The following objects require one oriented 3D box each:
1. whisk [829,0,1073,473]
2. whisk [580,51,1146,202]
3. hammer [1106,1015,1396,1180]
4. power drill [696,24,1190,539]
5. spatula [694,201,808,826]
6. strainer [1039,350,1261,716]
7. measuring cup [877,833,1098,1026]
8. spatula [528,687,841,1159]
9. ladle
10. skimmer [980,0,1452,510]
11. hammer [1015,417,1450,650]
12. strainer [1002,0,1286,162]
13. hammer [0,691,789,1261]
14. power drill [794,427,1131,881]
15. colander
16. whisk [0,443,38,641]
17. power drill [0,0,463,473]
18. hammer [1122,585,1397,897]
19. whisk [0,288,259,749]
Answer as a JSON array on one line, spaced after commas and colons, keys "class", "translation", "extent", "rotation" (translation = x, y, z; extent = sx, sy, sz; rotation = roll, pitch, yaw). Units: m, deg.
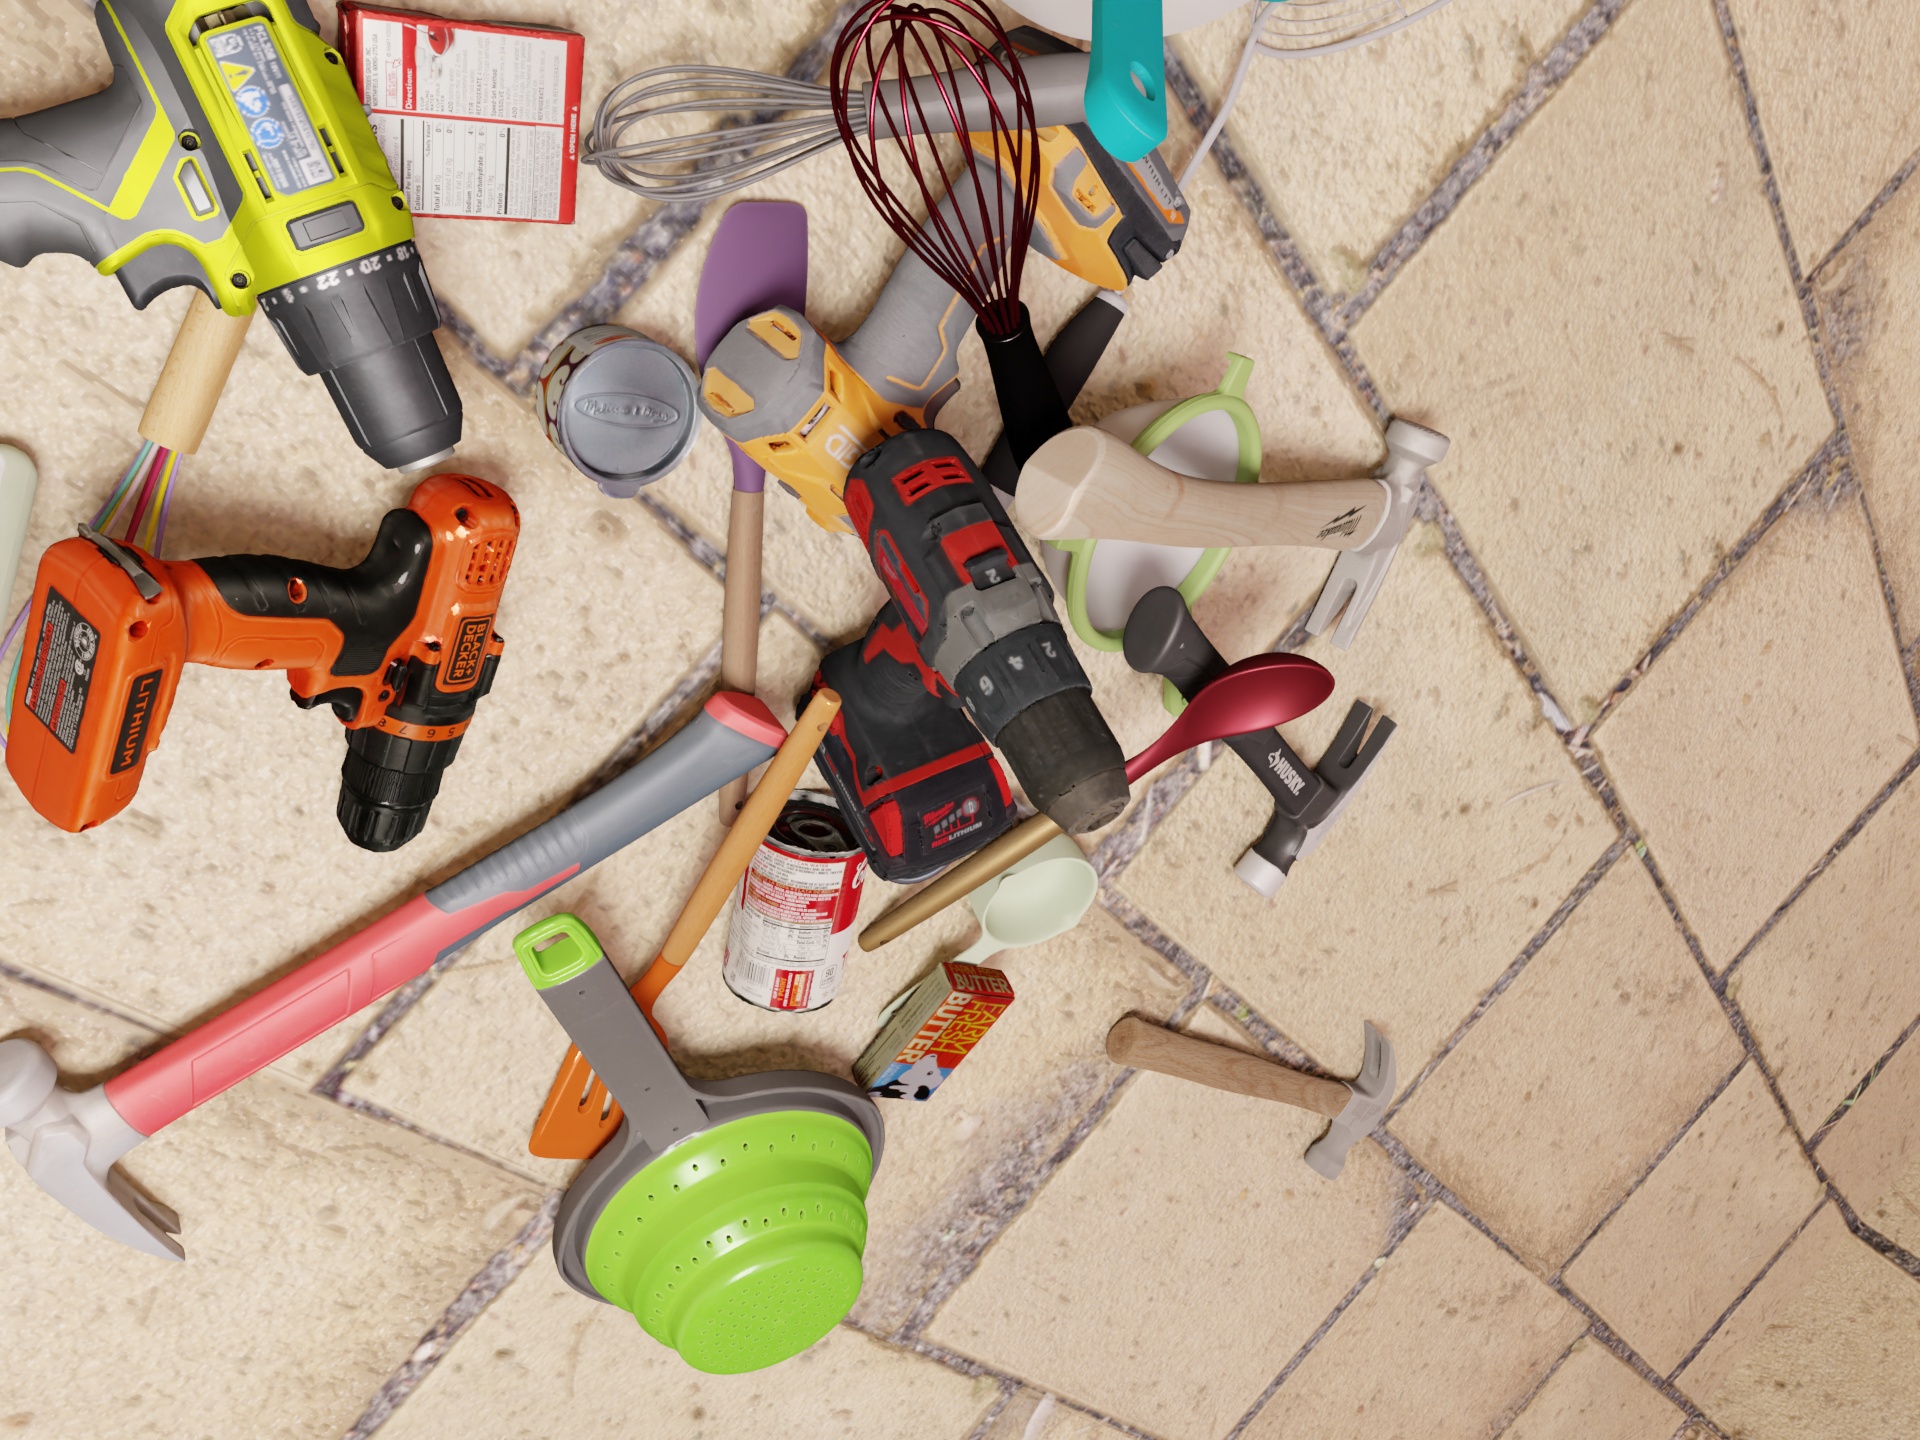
[{"class": "whisk", "translation": [0.014, -0.176, 0.651], "extent": [0.073, 0.073, 0.295], "rotation": [-43, 153, -7]}, {"class": "whisk", "translation": [-0.037, -0.248, 0.650], "extent": [0.239, 0.055, 0.055], "rotation": [-7, 123, -1]}, {"class": "hammer", "translation": [0.226, 0.268, 1.200], "extent": [0.331, 0.031, 0.130], "rotation": [25, 100, -41]}, {"class": "power drill", "translation": [0.004, -0.180, 0.750], "extent": [0.226, 0.084, 0.185], "rotation": [-49, 144, 2]}, {"class": "spatula", "translation": [-0.106, -0.088, 0.770], "extent": [0.059, 0.018, 0.315], "rotation": [-15, 123, -38]}, {"class": "strainer", "translation": [0.099, -0.089, 0.895], "extent": [0.151, 0.069, 0.256], "rotation": [-44, 150, -17]}, {"class": "measuring cup", "translation": [0.008, 0.126, 0.970], "extent": [0.167, 0.038, 0.083], "rotation": [-40, 138, 13]}, {"class": "spatula", "translation": [-0.135, 0.112, 0.822], "extent": [0.081, 0.041, 0.322], "rotation": [9, 127, -38]}, {"class": "ladle", "translation": [0.066, 0.049, 0.888], "extent": [0.315, 0.031, 0.069], "rotation": [-34, 142, 19]}, {"class": "skimmer", "translation": [0.133, -0.249, 0.796], "extent": [0.363, 0.090, 0.127], "rotation": [-58, 171, 11]}, {"class": "hammer", "translation": [0.149, -0.101, 0.841], "extent": [0.410, 0.038, 0.146], "rotation": [-8, 124, -54]}, {"class": "strainer", "translation": [0.036, -0.297, 0.598], "extent": [0.210, 0.341, 0.095], "rotation": [30, 137, -31]}, {"class": "hammer", "translation": [-0.247, 0.110, 0.759], "extent": [0.386, 0.038, 0.143], "rotation": [-32, 132, -12]}, {"class": "power drill", "translation": [-0.001, -0.002, 0.735], "extent": [0.080, 0.188, 0.226], "rotation": [-22, 160, -21]}, {"class": "colander", "translation": [-0.139, 0.249, 0.854], "extent": [0.204, 0.095, 0.396], "rotation": [-27, 136, -9]}, {"class": "whisk", "translation": [-0.348, 0.007, 0.537], "extent": [0.058, 0.247, 0.059], "rotation": [-10, 152, 9]}, {"class": "power drill", "translation": [-0.299, -0.146, 0.540], "extent": [0.228, 0.080, 0.190], "rotation": [-27, 112, -19]}, {"class": "hammer", "translation": [0.177, 0.002, 0.965], "extent": [0.146, 0.035, 0.334], "rotation": [-51, 145, 0]}, {"class": "whisk", "translation": [-0.311, -0.085, 0.614], "extent": [0.051, 0.047, 0.245], "rotation": [21, 99, -39]}]
